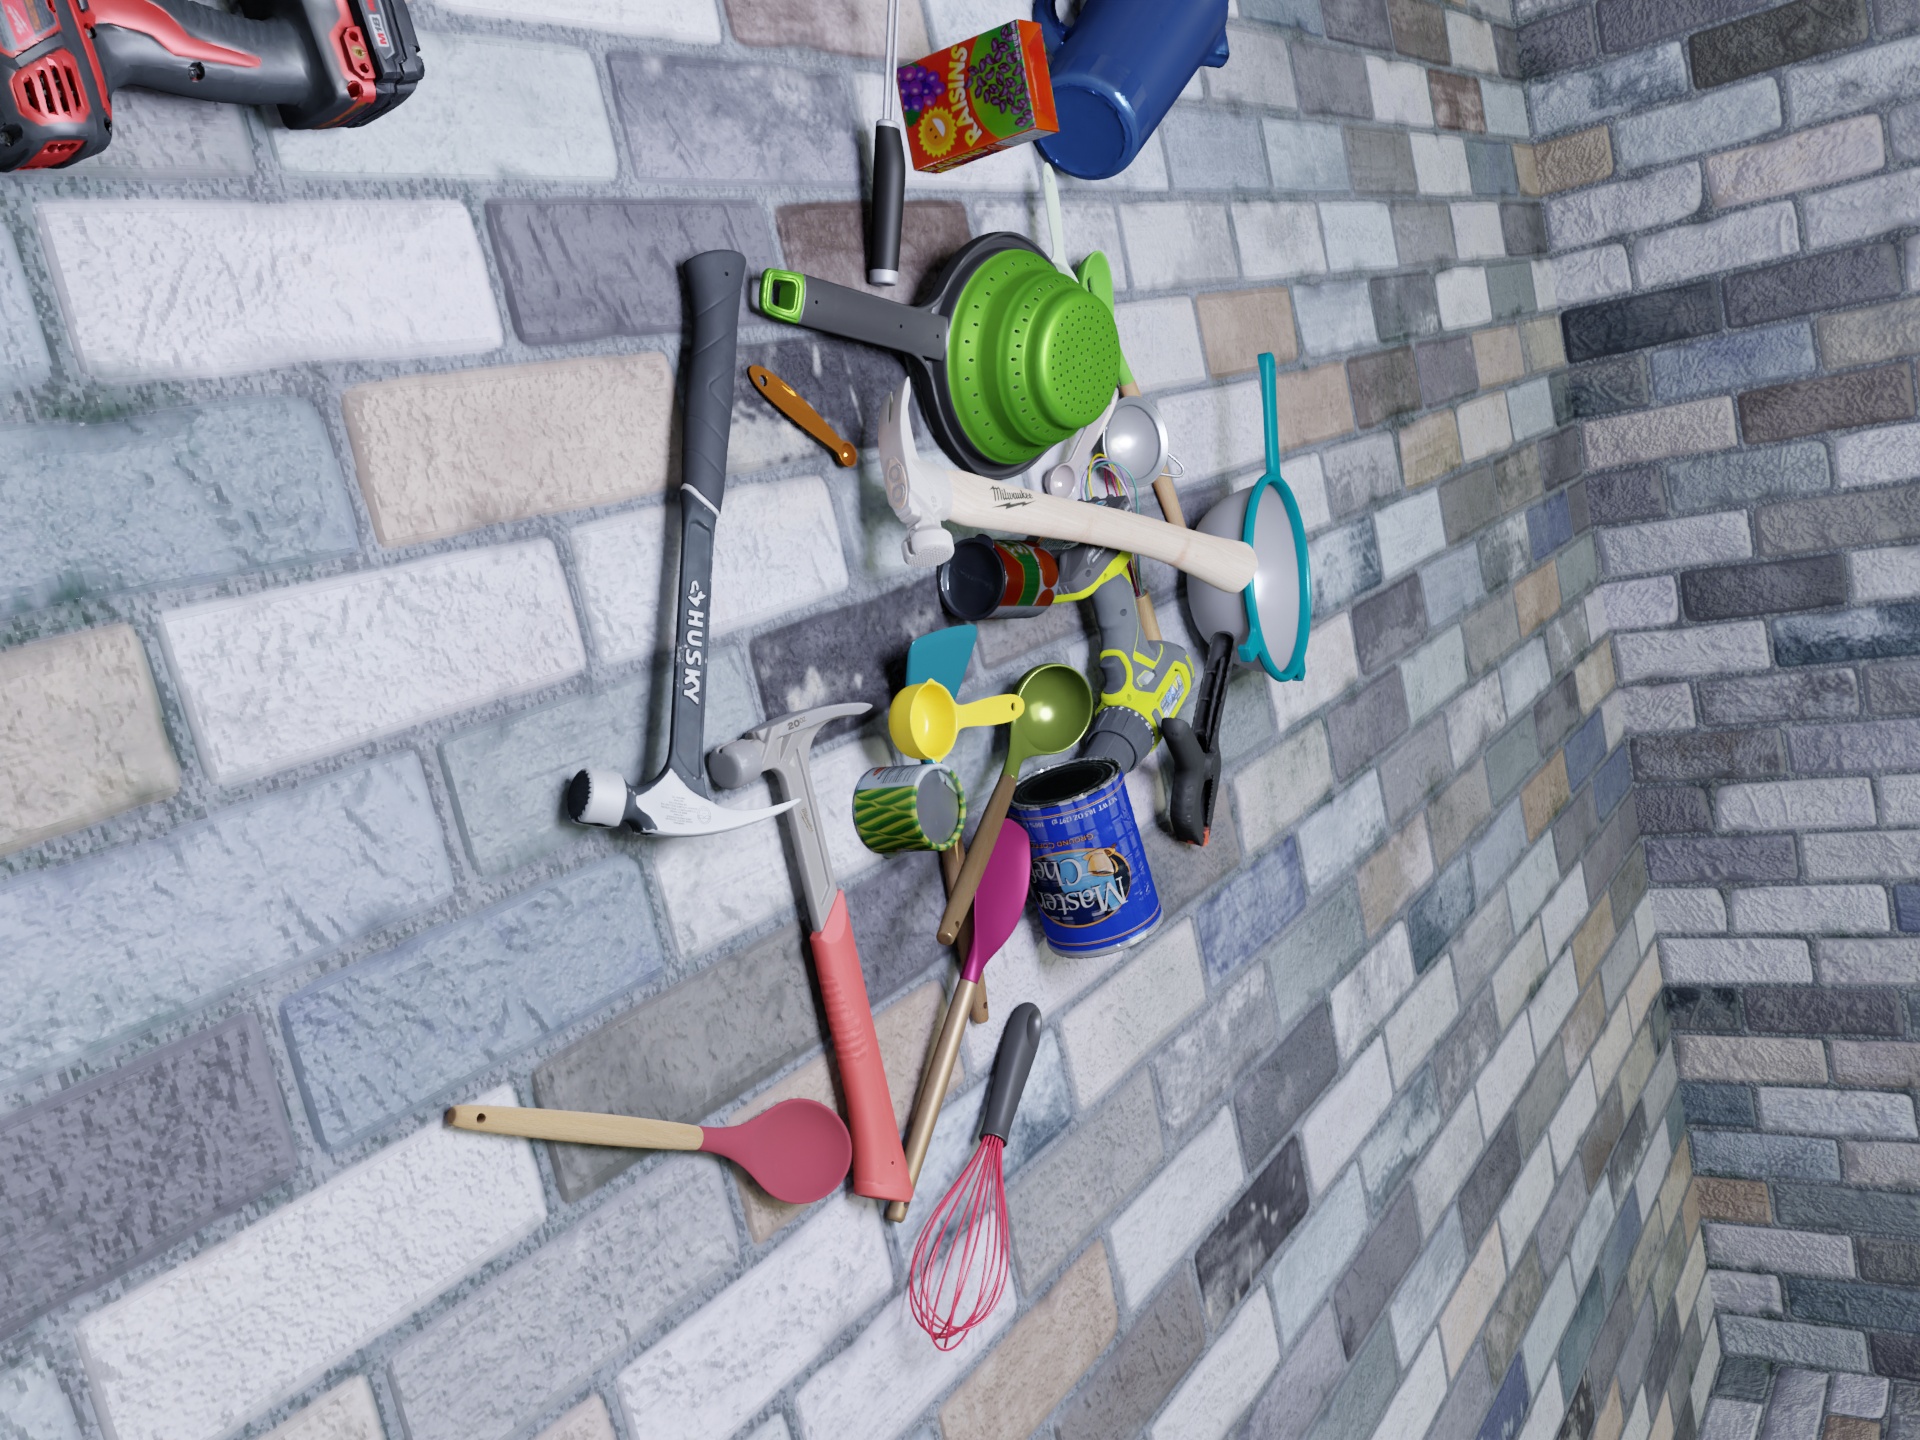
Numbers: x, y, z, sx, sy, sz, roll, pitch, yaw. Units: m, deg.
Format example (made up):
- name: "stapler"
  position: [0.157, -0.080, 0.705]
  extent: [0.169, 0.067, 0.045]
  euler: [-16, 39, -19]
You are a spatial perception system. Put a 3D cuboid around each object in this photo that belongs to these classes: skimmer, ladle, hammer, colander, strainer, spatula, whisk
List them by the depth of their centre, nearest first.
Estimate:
- name: "ladle"
  position: [-0.183, 0.260, 0.991]
  extent: [0.315, 0.031, 0.069]
  euler: [24, 64, -48]
- name: "hammer"
  position: [-0.166, -0.123, 1.042]
  extent: [0.149, 0.036, 0.409]
  euler: [12, 72, -35]
- name: "hammer"
  position: [-0.082, 0.170, 1.133]
  extent: [0.149, 0.037, 0.359]
  euler: [-23, 103, -53]
- name: "whisk"
  position: [0.020, 0.344, 1.235]
  extent: [0.073, 0.073, 0.296]
  euler: [55, 39, -34]
- name: "ladle"
  position: [0.041, 0.061, 1.241]
  extent: [0.078, 0.062, 0.320]
  euler: [59, 31, -24]
- name: "skimmer"
  position: [-0.076, -0.525, 1.247]
  extent: [0.127, 0.090, 0.363]
  euler: [-6, 100, -54]
- name: "spatula"
  position: [-0.002, 0.086, 1.248]
  extent: [0.082, 0.044, 0.317]
  euler: [-18, 101, -50]
- name: "colander"
  position: [0.013, -0.299, 1.251]
  extent: [0.397, 0.094, 0.204]
  euler: [0, 100, -50]
- name: "hammer"
  position: [0.103, -0.171, 1.311]
  extent: [0.410, 0.038, 0.146]
  euler: [6, 65, -42]
- name: "strainer"
  position: [0.116, -0.290, 1.466]
  extent: [0.258, 0.050, 0.087]
  euler: [31, 73, -41]
- name: "whisk"
  position: [0.164, -0.140, 1.505]
  extent: [0.047, 0.051, 0.244]
  euler: [-87, 159, -61]
- name: "strainer"
  position: [0.285, -0.206, 1.632]
  extent: [0.211, 0.095, 0.340]
  euler: [10, 77, -61]

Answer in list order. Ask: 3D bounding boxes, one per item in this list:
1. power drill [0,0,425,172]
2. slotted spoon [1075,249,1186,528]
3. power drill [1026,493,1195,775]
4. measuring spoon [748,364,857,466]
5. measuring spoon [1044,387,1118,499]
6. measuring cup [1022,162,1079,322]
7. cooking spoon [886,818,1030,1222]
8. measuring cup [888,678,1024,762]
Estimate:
- name: "power drill"
  position: [-0.391, -0.367, 0.759]
  extent: [0.226, 0.080, 0.188]
  euler: [-30, 109, -48]
- name: "slotted spoon"
  position: [0.170, -0.306, 1.553]
  extent: [0.070, 0.031, 0.313]
  euler: [-52, 128, -43]
- name: "power drill"
  position: [0.129, -0.067, 1.422]
  extent: [0.191, 0.080, 0.228]
  euler: [-53, 129, -45]
- name: "measuring spoon"
  position: [-0.117, -0.222, 1.166]
  extent: [0.116, 0.011, 0.021]
  euler: [38, 56, -41]
- name: "measuring spoon"
  position: [0.109, -0.253, 1.442]
  extent: [0.034, 0.018, 0.124]
  euler: [44, 70, -44]
- name: "measuring cup"
  position: [0.073, -0.415, 1.428]
  extent: [0.083, 0.038, 0.167]
  euler: [1, 82, -54]
- name: "cooking spoon"
  position: [-0.002, 0.225, 1.222]
  extent: [0.068, 0.017, 0.319]
  euler: [39, 61, -44]
- name: "measuring cup"
  position: [-0.002, -0.004, 1.212]
  extent: [0.156, 0.029, 0.062]
  euler: [-10, 95, -56]
